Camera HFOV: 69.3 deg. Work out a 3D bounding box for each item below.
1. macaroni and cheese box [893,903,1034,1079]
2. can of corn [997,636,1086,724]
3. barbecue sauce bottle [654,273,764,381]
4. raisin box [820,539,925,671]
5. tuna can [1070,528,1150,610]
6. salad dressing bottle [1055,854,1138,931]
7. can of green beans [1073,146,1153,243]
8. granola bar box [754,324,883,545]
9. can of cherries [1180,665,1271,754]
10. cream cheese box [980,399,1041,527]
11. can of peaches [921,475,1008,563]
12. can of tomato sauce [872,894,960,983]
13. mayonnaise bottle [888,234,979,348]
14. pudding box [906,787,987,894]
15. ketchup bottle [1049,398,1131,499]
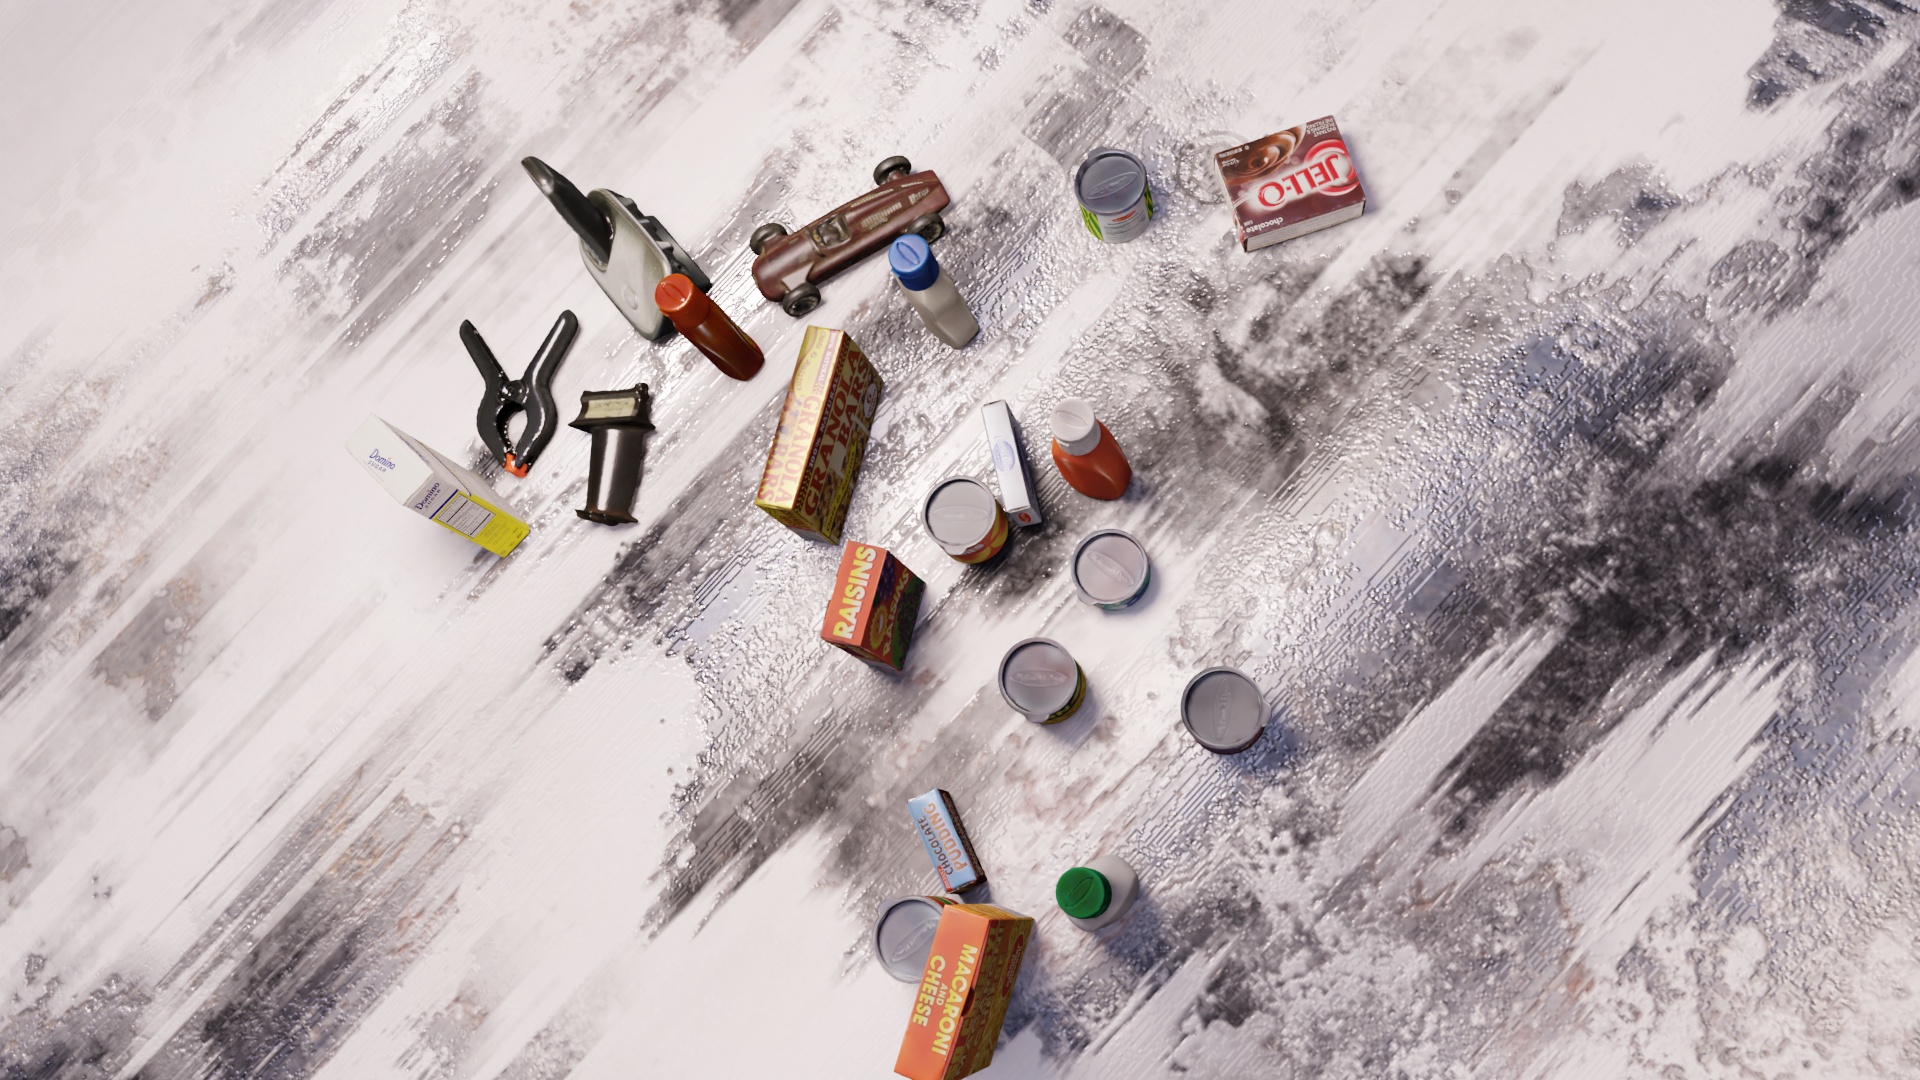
[{"bbox_3d":[0.007,0.342,1.058,0.040,0.166,0.124,15,79,17],"label":"macaroni and cheese box"},{"bbox_3d":[0.069,0.121,1.161,0.071,0.058,0.071,-3,75,13],"label":"can of corn"},{"bbox_3d":[-0.232,-0.196,1.271,0.065,0.148,0.043,39,87,19],"label":"barbecue sauce bottle"},{"bbox_3d":[-0.073,0.057,1.177,0.040,0.123,0.086,12,79,16],"label":"raisin box"},{"bbox_3d":[0.127,0.028,1.186,0.071,0.032,0.071,-3,75,13],"label":"tuna can"},{"bbox_3d":[0.103,0.270,1.064,0.044,0.147,0.064,41,88,20],"label":"salad dressing bottle"},{"bbox_3d":[0.140,-0.312,1.262,0.071,0.057,0.071,-3,75,13],"label":"can of green beans"},{"bbox_3d":[-0.121,-0.090,1.228,0.039,0.124,0.166,11,78,16],"label":"granola bar box"},{"bbox_3d":[0.215,0.139,1.121,0.071,0.058,0.071,-3,75,13],"label":"can of cherries"},{"bbox_3d":[0.044,-0.067,1.220,0.024,0.053,0.104,-16,72,9],"label":"cream cheese box"},{"bbox_3d":[0.004,-0.015,1.213,0.071,0.058,0.071,-3,75,13],"label":"can of peaches"},{"bbox_3d":[-0.029,0.318,1.117,0.071,0.083,0.071,-3,75,13],"label":"can of tomato sauce"},{"bbox_3d":[-0.026,-0.222,1.229,0.041,0.148,0.065,-44,70,0],"label":"mayonnaise bottle"},{"bbox_3d":[-0.011,0.249,1.149,0.030,0.049,0.084,-27,71,5],"label":"pudding box"},{"bbox_3d":[0.104,-0.076,1.158,0.065,0.148,0.043,24,82,18],"label":"ketchup bottle"}]
